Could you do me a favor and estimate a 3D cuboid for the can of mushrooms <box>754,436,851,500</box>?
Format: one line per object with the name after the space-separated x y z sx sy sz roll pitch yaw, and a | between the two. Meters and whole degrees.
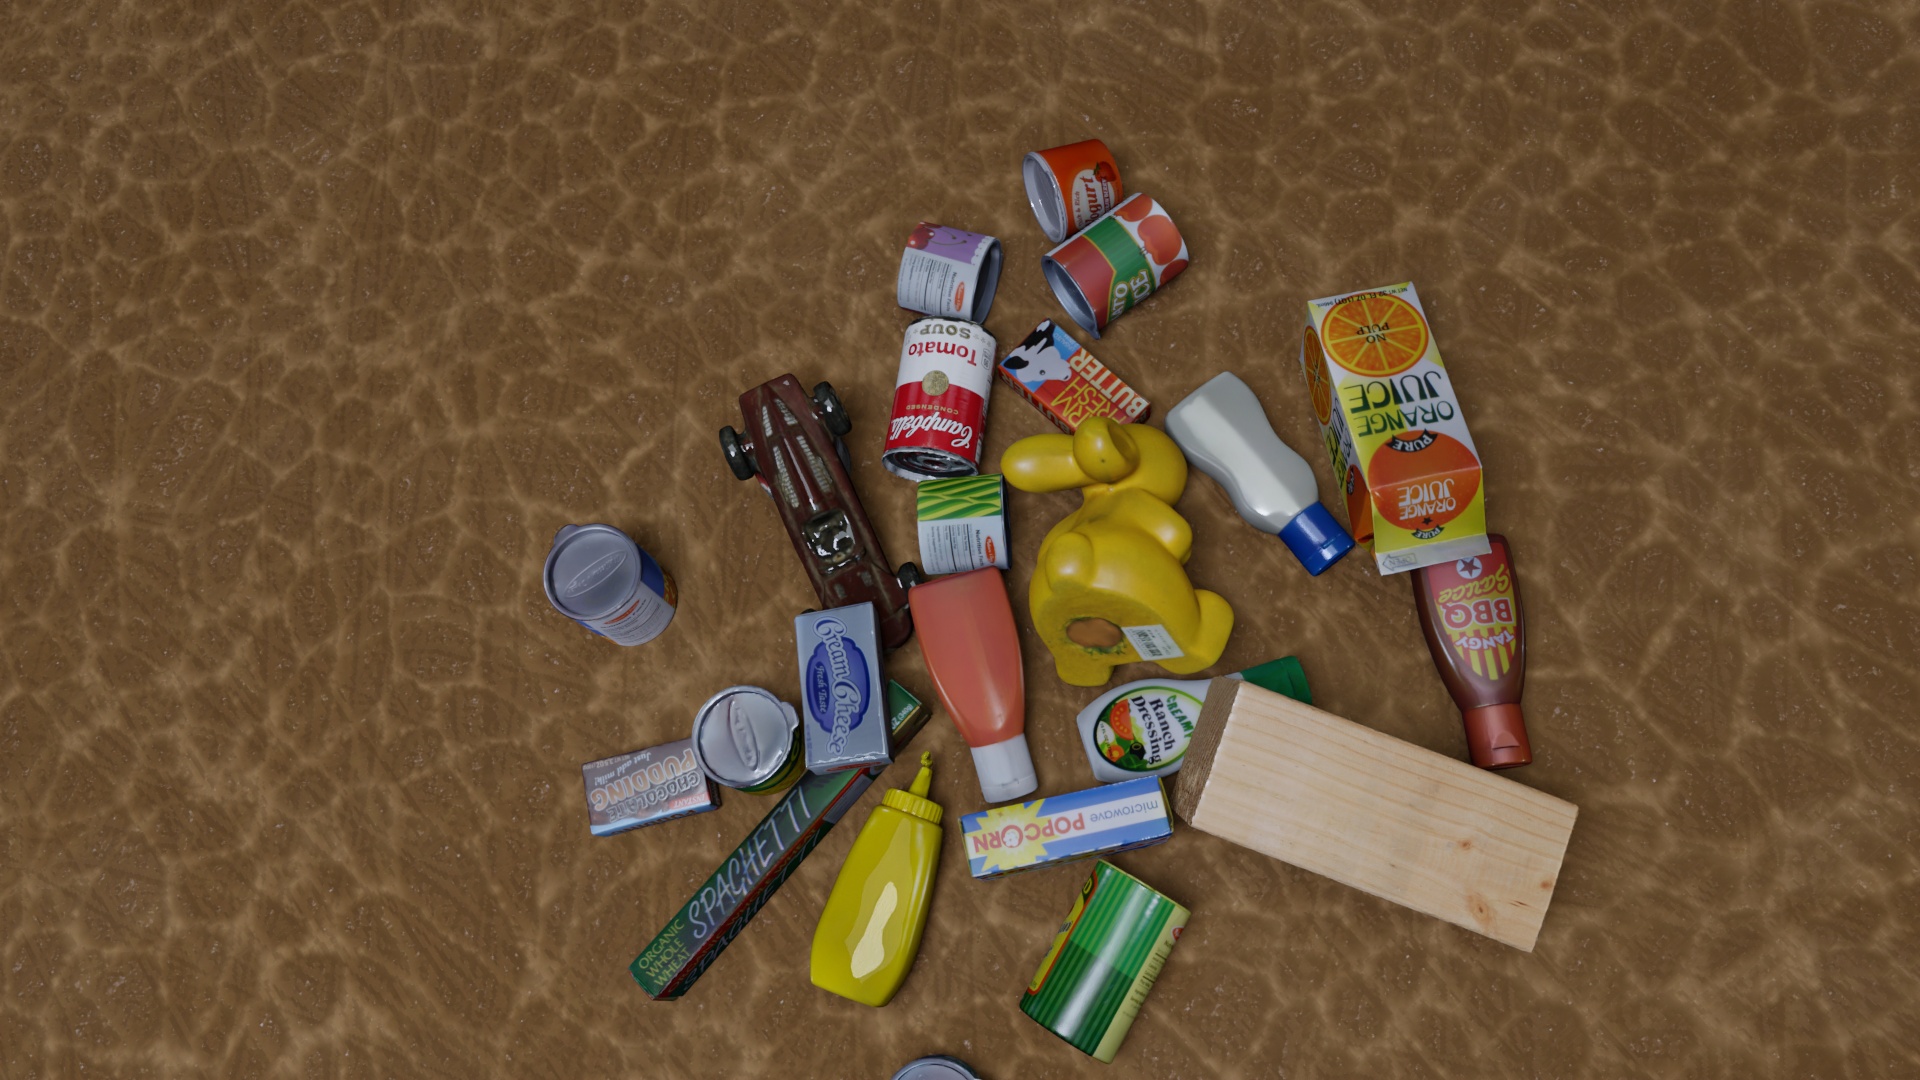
-0.115 -0.057 0.985 0.071 0.033 0.071 -1 74 5 | can of mushrooms

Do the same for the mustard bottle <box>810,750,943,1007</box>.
-0.044 0.212 0.889 0.065 0.048 0.160 18 75 11 | mustard bottle

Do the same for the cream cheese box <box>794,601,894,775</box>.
-0.075 0.094 0.889 0.053 0.024 0.104 -10 68 6 | cream cheese box

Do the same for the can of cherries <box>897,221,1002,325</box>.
-0.007 -0.192 1.000 0.058 0.071 0.071 16 76 11 | can of cherries

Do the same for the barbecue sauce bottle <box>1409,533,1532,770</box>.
0.334 0.072 0.894 0.065 0.043 0.149 -7 73 4 | barbecue sauce bottle

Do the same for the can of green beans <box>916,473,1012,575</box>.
0.003 -0.011 0.942 0.058 0.071 0.071 -4 73 5 | can of green beans

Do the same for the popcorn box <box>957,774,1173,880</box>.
0.067 0.181 0.868 0.127 0.085 0.038 -12 74 2 | popcorn box

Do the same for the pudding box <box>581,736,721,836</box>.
-0.207 0.165 0.930 0.084 0.030 0.050 -14 74 2 | pudding box

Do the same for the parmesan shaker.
0.088 0.256 0.850 0.071 0.071 0.103 29 79 13 | parmesan shaker

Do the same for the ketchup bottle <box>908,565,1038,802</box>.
0.014 0.094 0.904 0.065 0.043 0.149 -15 88 -2 | ketchup bottle

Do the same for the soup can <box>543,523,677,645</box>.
-0.238 0.030 0.946 0.071 0.083 0.071 -2 73 5 | soup can

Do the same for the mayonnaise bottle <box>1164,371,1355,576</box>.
0.206 -0.043 0.944 0.065 0.041 0.148 -36 74 -5 | mayonnaise bottle

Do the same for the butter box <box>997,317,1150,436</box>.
0.080 -0.106 0.984 0.103 0.024 0.053 43 81 16 | butter box

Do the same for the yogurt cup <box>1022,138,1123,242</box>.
0.083 -0.257 1.010 0.054 0.072 0.072 -23 73 -9 | yogurt cup

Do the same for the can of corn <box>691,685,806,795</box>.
-0.135 0.132 0.918 0.071 0.058 0.071 -2 73 6 | can of corn

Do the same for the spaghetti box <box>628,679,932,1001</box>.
-0.114 0.194 0.901 0.029 0.050 0.250 40 81 17 | spaghetti box

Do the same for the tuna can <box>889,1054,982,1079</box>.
-0.013 0.350 0.853 0.071 0.032 0.071 -2 74 6 | tuna can

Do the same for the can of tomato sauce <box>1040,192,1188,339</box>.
0.111 -0.195 0.986 0.083 0.071 0.071 -36 73 -5 | can of tomato sauce

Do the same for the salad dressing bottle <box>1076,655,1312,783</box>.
0.152 0.113 0.901 0.148 0.044 0.064 -18 78 0 | salad dressing bottle

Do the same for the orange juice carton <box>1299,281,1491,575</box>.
0.283 -0.069 0.909 0.072 0.072 0.193 -11 61 3 | orange juice carton
